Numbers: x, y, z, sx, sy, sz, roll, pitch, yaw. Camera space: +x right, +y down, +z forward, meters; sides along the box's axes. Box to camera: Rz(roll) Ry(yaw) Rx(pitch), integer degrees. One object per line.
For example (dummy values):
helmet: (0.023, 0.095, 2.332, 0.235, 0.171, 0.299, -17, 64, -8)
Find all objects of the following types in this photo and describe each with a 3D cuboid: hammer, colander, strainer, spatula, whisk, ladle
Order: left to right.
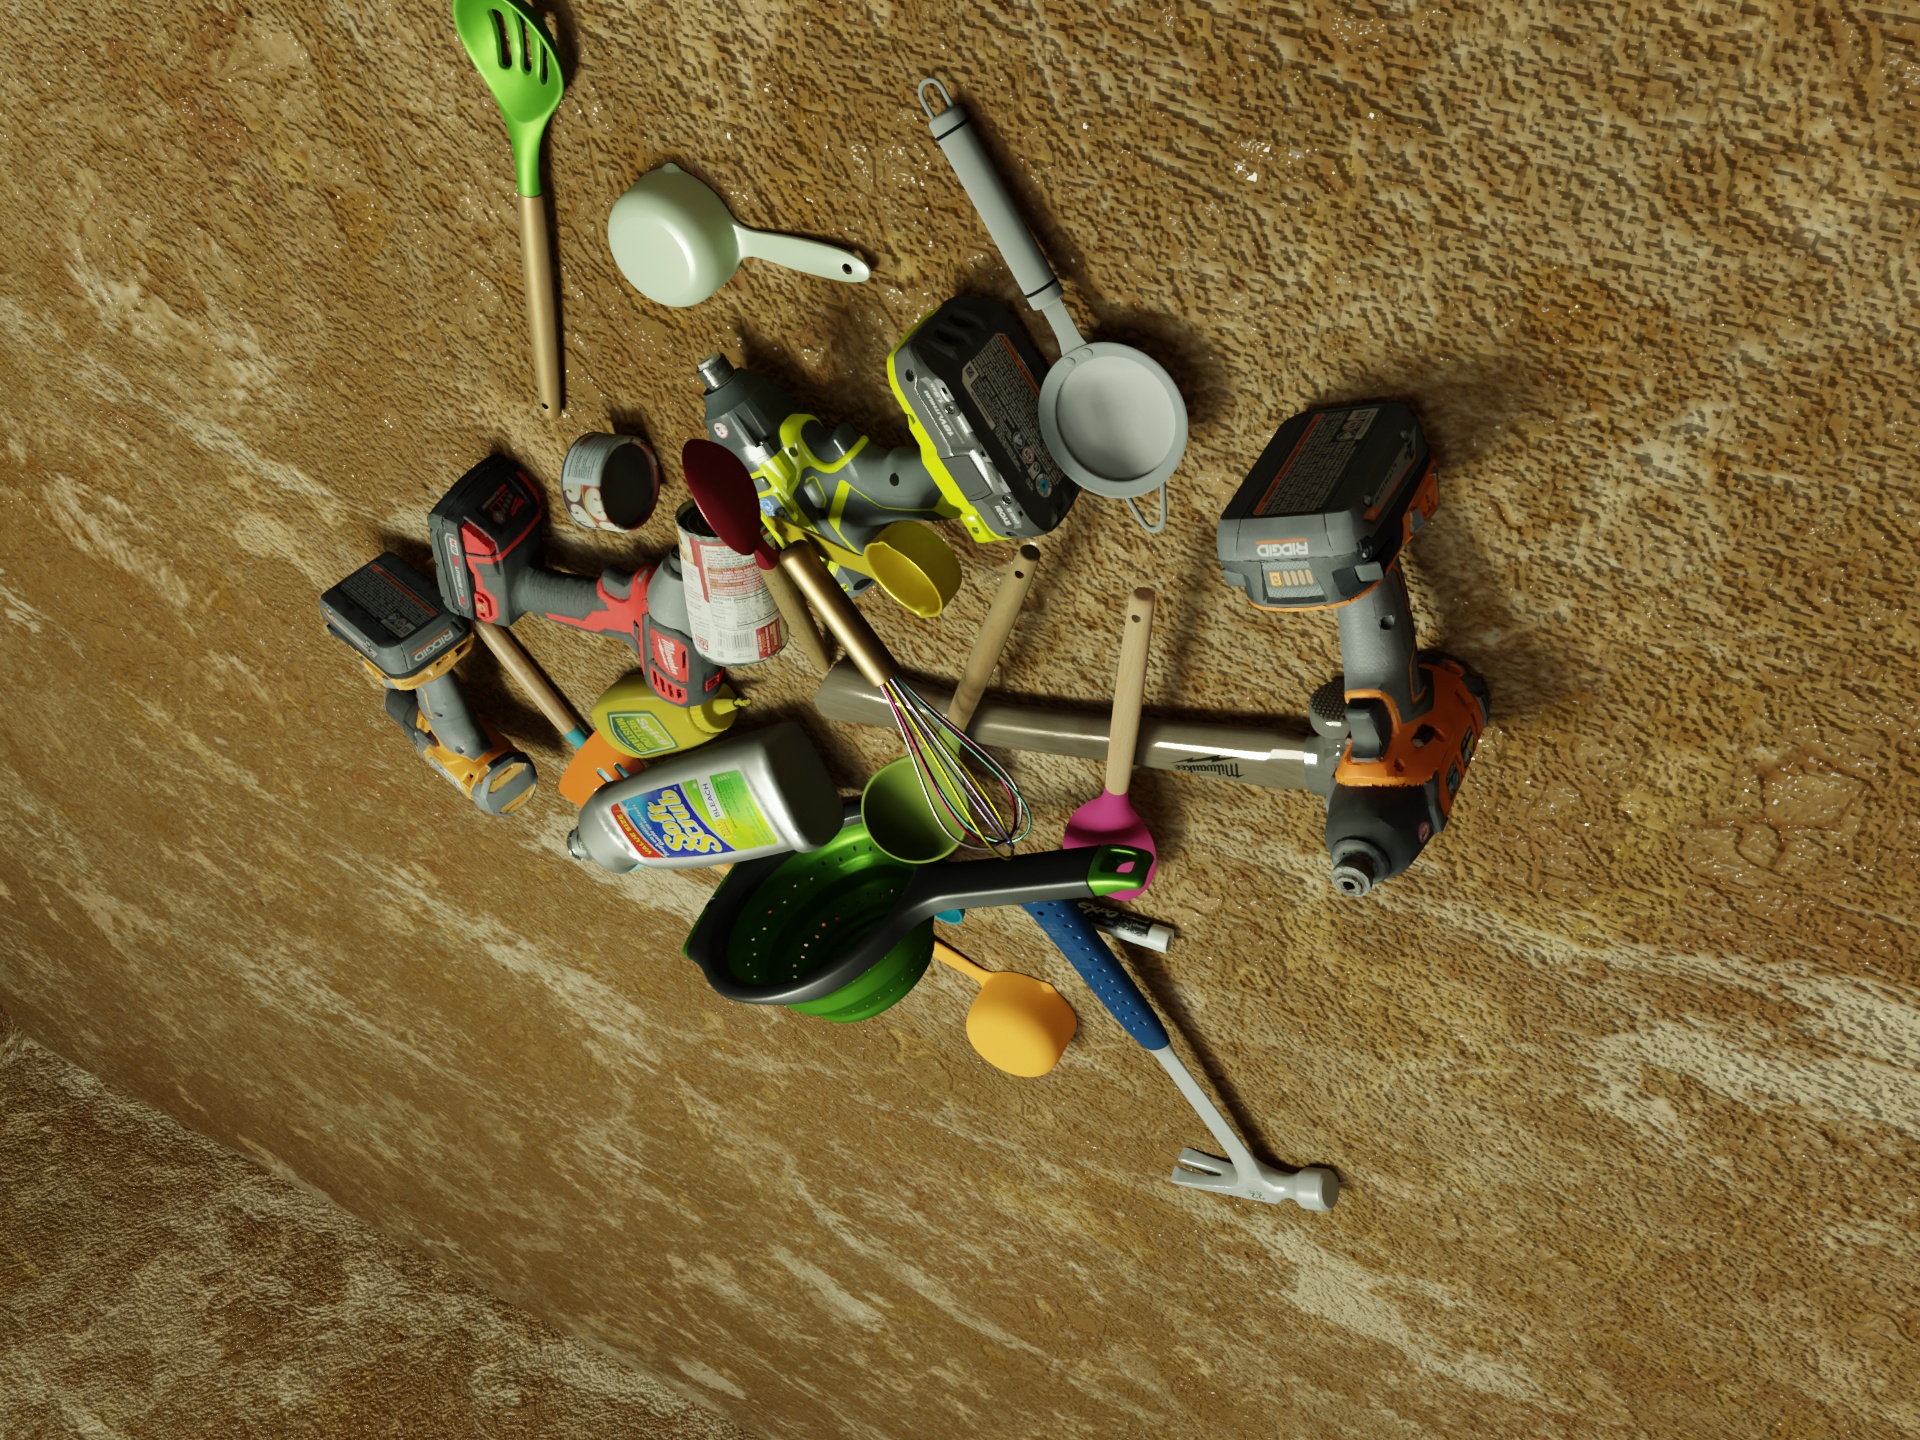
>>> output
spatula: (-0.349, -0.007, 1.350, 0.082, 0.044, 0.317, -25, 114, 22)
spatula: (-0.195, 0.122, 1.371, 0.322, 0.041, 0.081, 35, 108, -16)
ladle: (-0.117, -0.090, 1.009, 0.031, 0.069, 0.315, -15, 160, 2)
whisk: (-0.032, -0.009, 0.980, 0.051, 0.047, 0.244, -18, 115, 44)
colander: (-0.021, 0.149, 1.157, 0.397, 0.205, 0.094, -10, 126, 36)
ladle: (-0.002, -0.003, 1.019, 0.078, 0.062, 0.320, 27, 146, 2)
strainer: (0.050, -0.218, 0.832, 0.087, 0.050, 0.258, -18, 114, 38)
hammer: (0.081, 0.016, 1.066, 0.411, 0.038, 0.146, 8, 137, 30)
hammer: (0.154, 0.261, 1.257, 0.144, 0.035, 0.405, -7, 131, 41)

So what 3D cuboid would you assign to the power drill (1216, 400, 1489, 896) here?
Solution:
power drill: (0.207, -0.029, 0.821, 0.084, 0.164, 0.226, 1, 130, 36)

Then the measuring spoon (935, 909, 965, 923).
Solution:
measuring spoon: (-0.036, 0.149, 1.317, 0.042, 0.021, 0.128, 47, 150, -20)

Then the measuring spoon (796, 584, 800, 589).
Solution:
measuring spoon: (-0.132, -0.110, 1.108, 0.117, 0.011, 0.021, 21, 130, 11)

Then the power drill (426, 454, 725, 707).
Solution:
power drill: (-0.272, -0.103, 1.166, 0.220, 0.079, 0.143, 23, 142, 9)

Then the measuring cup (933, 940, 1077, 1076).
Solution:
measuring cup: (0.013, 0.237, 1.340, 0.173, 0.052, 0.095, 32, 143, 0)

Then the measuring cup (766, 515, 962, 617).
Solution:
measuring cup: (-0.059, -0.105, 0.938, 0.157, 0.029, 0.062, 26, 155, 41)

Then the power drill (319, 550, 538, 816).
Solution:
power drill: (-0.460, -0.035, 1.356, 0.185, 0.084, 0.226, 33, 151, 31)

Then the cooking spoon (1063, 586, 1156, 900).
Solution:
cooking spoon: (0.101, 0.027, 1.015, 0.069, 0.017, 0.318, 21, 145, 16)

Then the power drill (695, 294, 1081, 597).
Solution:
power drill: (-0.050, -0.162, 0.938, 0.223, 0.080, 0.171, -7, 128, 45)

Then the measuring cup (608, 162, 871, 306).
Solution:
measuring cup: (-0.130, -0.265, 0.911, 0.168, 0.038, 0.083, 19, 140, 23)

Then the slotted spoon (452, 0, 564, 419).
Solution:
slotted spoon: (-0.264, -0.305, 0.978, 0.070, 0.031, 0.313, 26, 144, 11)
